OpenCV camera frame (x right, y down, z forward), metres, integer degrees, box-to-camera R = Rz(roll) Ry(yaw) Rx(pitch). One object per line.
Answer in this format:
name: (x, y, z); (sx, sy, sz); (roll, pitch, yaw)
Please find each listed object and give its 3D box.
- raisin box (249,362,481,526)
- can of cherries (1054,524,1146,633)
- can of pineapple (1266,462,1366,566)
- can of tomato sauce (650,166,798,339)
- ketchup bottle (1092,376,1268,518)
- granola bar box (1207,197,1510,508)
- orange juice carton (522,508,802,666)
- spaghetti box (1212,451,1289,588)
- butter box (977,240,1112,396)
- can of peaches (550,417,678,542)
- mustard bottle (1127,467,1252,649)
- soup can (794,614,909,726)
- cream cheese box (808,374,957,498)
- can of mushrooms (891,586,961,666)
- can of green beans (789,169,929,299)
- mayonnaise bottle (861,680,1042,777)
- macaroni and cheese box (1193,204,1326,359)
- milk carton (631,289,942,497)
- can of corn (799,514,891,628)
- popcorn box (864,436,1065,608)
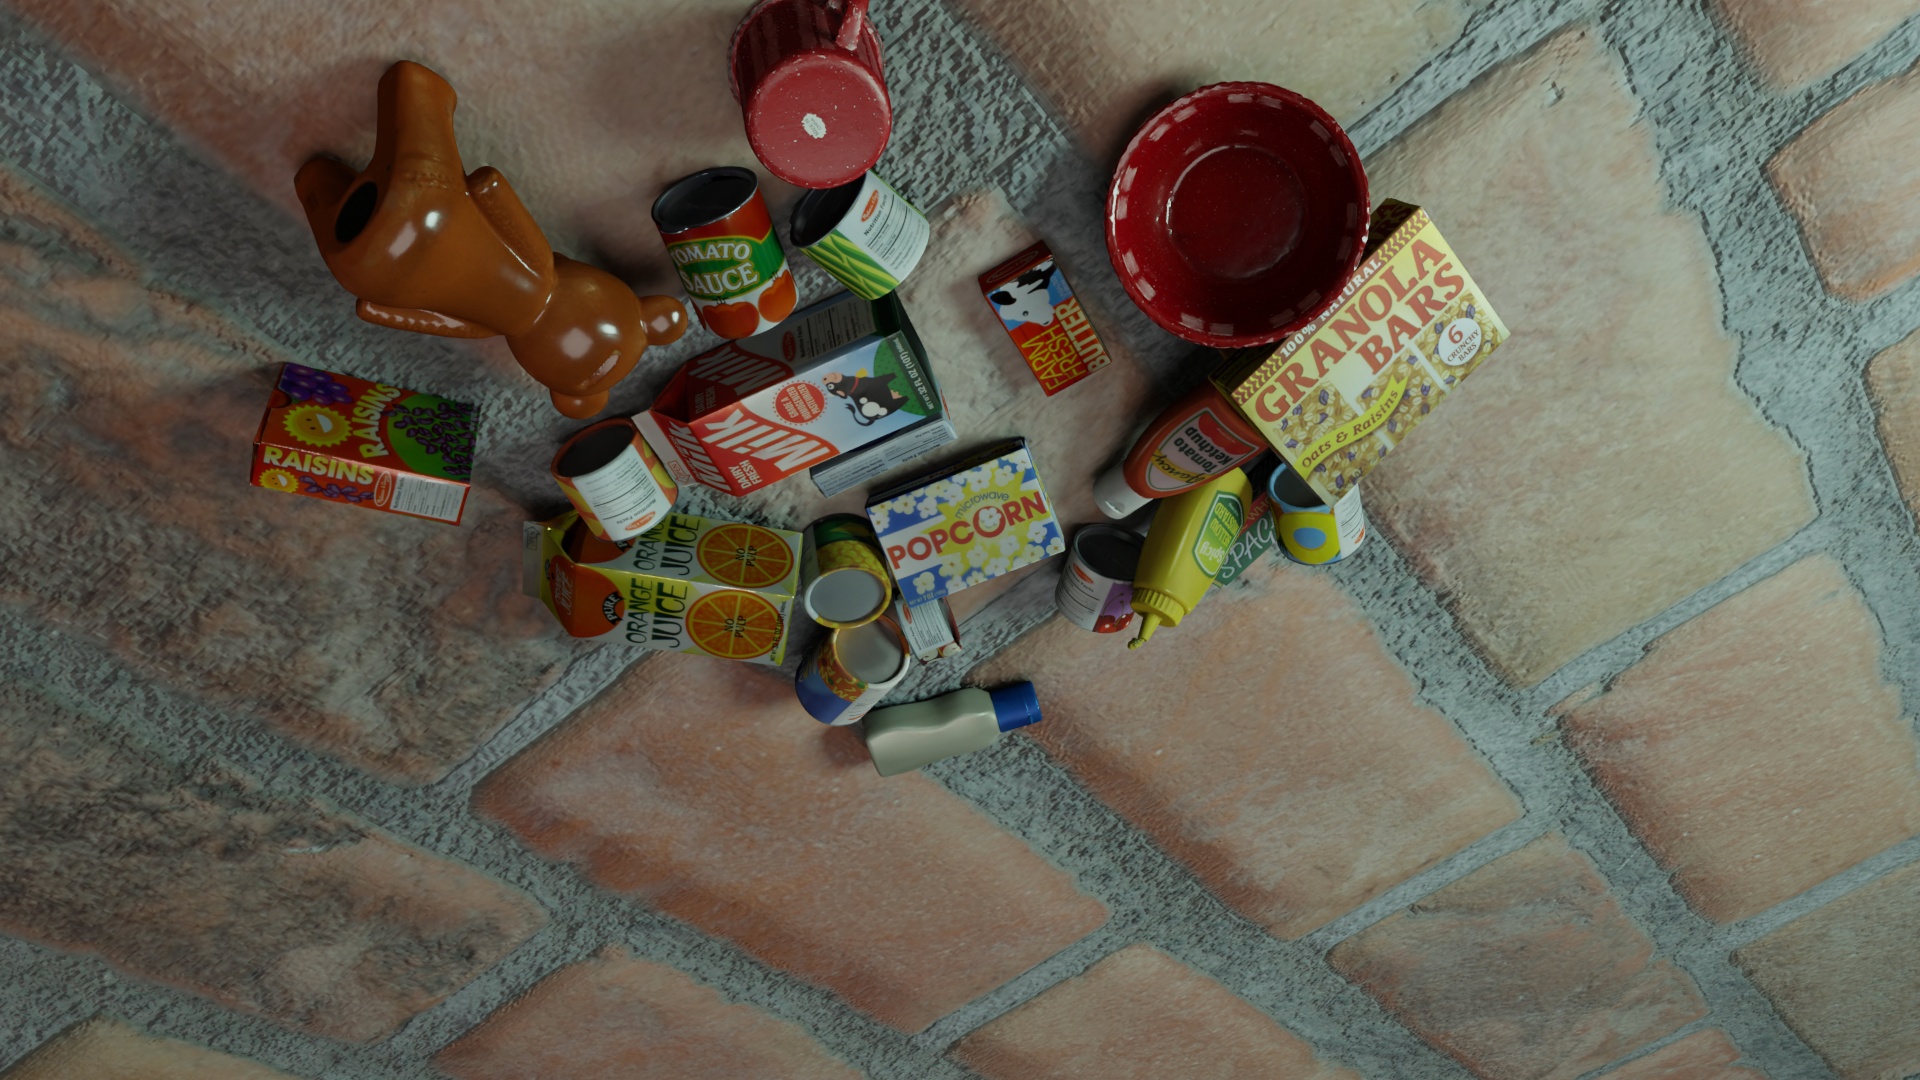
raisin box: (-0.373, -0.061, 0.878); (0.123, 0.086, 0.039); (13, 128, -23)
can of cherries: (0.114, 0.030, 1.085); (0.071, 0.072, 0.058); (3, 129, -16)
can of pineapple: (0.263, -0.024, 1.034); (0.071, 0.071, 0.057); (-19, 130, 4)
can of tomato sauce: (-0.142, -0.173, 0.847); (0.071, 0.071, 0.082); (-17, 132, 2)
ketchup bottle: (0.155, -0.062, 1.001); (0.064, 0.044, 0.148); (36, 139, -16)
granola bar box: (0.262, -0.122, 0.914); (0.165, 0.039, 0.124); (-45, 119, 5)
orange juice carton: (-0.215, 0.028, 0.992); (0.193, 0.073, 0.071); (9, 129, -9)
spaghetti box: (0.269, -0.059, 1.069); (0.050, 0.029, 0.249); (28, 119, -31)
butter box: (0.059, -0.149, 0.946); (0.053, 0.024, 0.103); (-28, 130, 10)
can of peaches: (-0.235, -0.042, 0.941); (0.071, 0.071, 0.057); (-21, 127, 6)
mustard bottle: (0.165, 0.014, 1.036); (0.065, 0.049, 0.160); (41, 69, -41)
soup can: (-0.086, 0.097, 1.080); (0.071, 0.071, 0.083); (11, 149, -22)
cream cheese box: (-0.057, -0.073, 0.965); (0.104, 0.053, 0.024); (-24, 133, 8)
can of mushrooms: (-0.026, 0.061, 1.081); (0.033, 0.071, 0.070); (-23, 131, 6)
can of green beans: (-0.062, -0.190, 0.854); (0.071, 0.071, 0.057); (-39, 128, 20)
mayonnaise bottle: (-0.006, 0.156, 1.183); (0.148, 0.041, 0.064); (-16, 133, -1)
macaroni and cheese box: (0.245, -0.149, 0.962); (0.123, 0.040, 0.166); (-33, 120, 18)
milk carton: (-0.116, -0.094, 0.919); (0.190, 0.074, 0.072); (-22, 132, 6)
can of corn: (-0.085, 0.023, 1.037); (0.071, 0.058, 0.070); (-7, 131, -7)
popcorn box: (0.004, -0.013, 1.020); (0.127, 0.038, 0.085); (-21, 105, 5)
